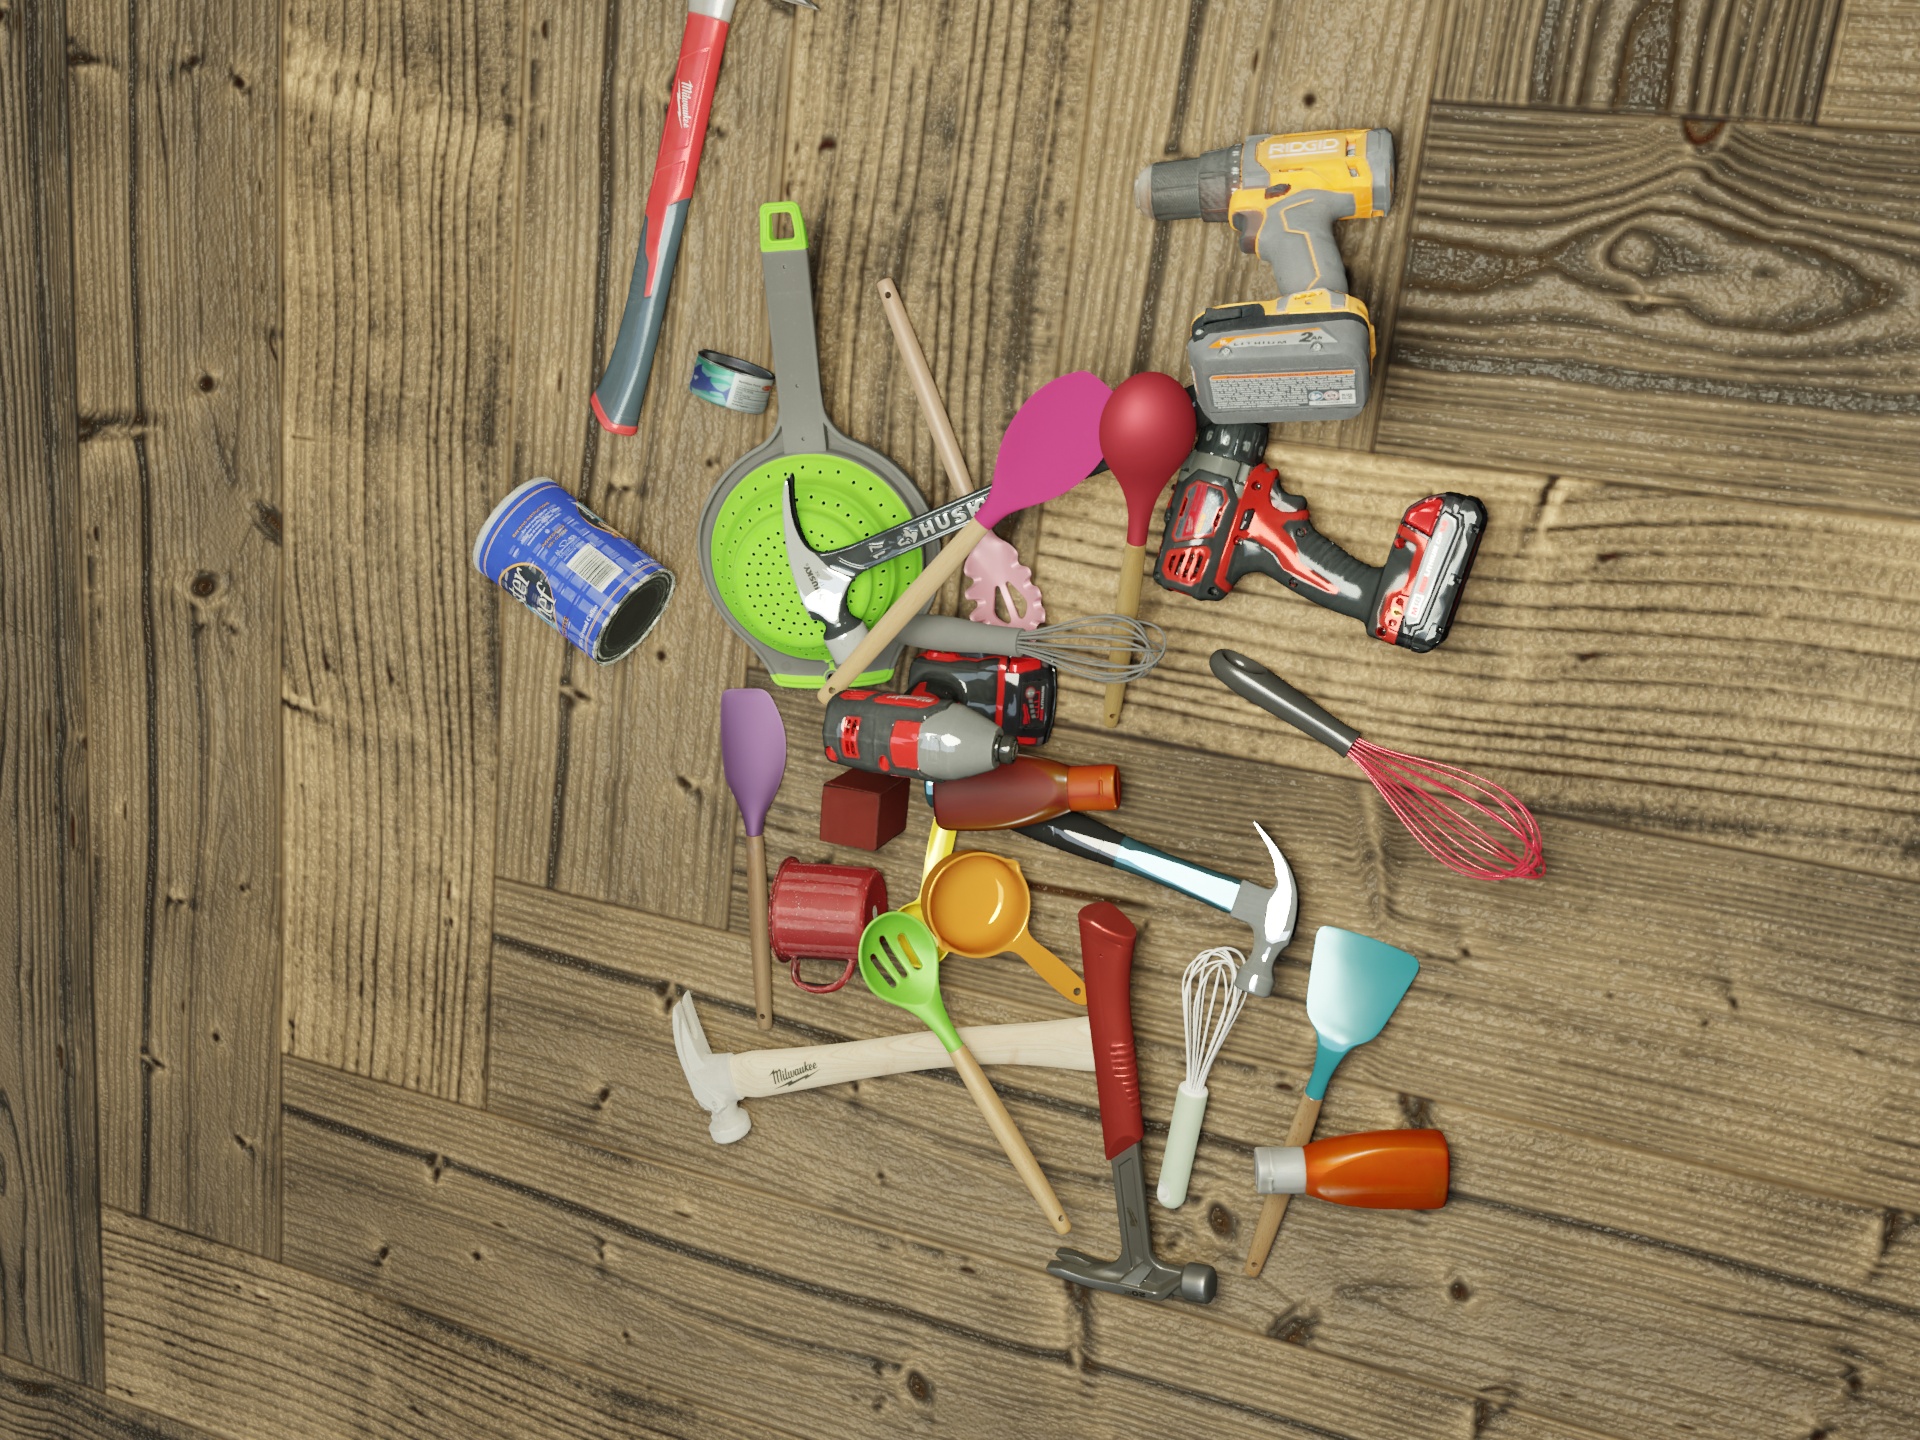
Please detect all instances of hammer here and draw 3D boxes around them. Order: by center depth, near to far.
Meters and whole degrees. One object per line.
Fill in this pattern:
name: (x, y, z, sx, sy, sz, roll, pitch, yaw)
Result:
hammer: (0.057, -0.184, 1.177, 0.409, 0.036, 0.149, -23, 107, 11)
hammer: (0.117, 0.103, 1.293, 0.331, 0.033, 0.128, 21, 87, 19)
hammer: (0.123, 0.318, 1.313, 0.149, 0.037, 0.359, 2, 110, 28)
hammer: (-0.228, -0.421, 1.314, 0.143, 0.038, 0.386, 20, 107, 12)
hammer: (-0.058, 0.286, 1.396, 0.410, 0.038, 0.146, -10, 108, 19)

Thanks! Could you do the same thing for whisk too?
whisk: (0.315, 0.030, 1.211, 0.296, 0.073, 0.073, 35, 110, 15)
whisk: (0.046, -0.063, 1.230, 0.239, 0.055, 0.055, 7, 104, 26)
whisk: (0.195, 0.298, 1.318, 0.058, 0.059, 0.246, 37, 124, 55)

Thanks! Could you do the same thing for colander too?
colander: (-0.127, -0.200, 1.254, 0.204, 0.094, 0.397, -2, 110, 6)

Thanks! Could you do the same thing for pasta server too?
pasta server: (-0.006, -0.207, 1.282, 0.060, 0.040, 0.316, -21, 93, 10)

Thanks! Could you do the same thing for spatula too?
spatula: (0.285, 0.323, 1.302, 0.082, 0.044, 0.317, 19, 111, 14)
spatula: (-0.181, 0.127, 1.423, 0.060, 0.018, 0.316, 1, 101, 9)

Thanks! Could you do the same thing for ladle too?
ladle: (0.127, -0.114, 1.192, 0.069, 0.031, 0.315, -1, 132, -4)

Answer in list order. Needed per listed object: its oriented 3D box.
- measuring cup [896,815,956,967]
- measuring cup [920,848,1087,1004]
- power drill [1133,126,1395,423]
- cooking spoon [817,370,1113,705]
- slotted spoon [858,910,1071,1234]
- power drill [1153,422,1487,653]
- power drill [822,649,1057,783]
measuring cup: (-0.021, 0.135, 1.372, 0.062, 0.029, 0.156, 14, 94, 12)
measuring cup: (0.040, 0.179, 1.339, 0.173, 0.052, 0.095, 42, 83, -13)
power drill: (0.206, -0.319, 1.113, 0.185, 0.084, 0.226, 1, 62, 17)
cooking spoon: (-0.002, -0.127, 1.173, 0.068, 0.017, 0.319, 40, 106, -9)
slotted spoon: (0.008, 0.299, 1.338, 0.070, 0.031, 0.314, -32, 93, -21)
power drill: (0.269, -0.159, 1.178, 0.227, 0.080, 0.188, 20, 100, 19)
power drill: (-0.002, -0.004, 1.224, 0.143, 0.219, 0.078, 7, 104, 18)
